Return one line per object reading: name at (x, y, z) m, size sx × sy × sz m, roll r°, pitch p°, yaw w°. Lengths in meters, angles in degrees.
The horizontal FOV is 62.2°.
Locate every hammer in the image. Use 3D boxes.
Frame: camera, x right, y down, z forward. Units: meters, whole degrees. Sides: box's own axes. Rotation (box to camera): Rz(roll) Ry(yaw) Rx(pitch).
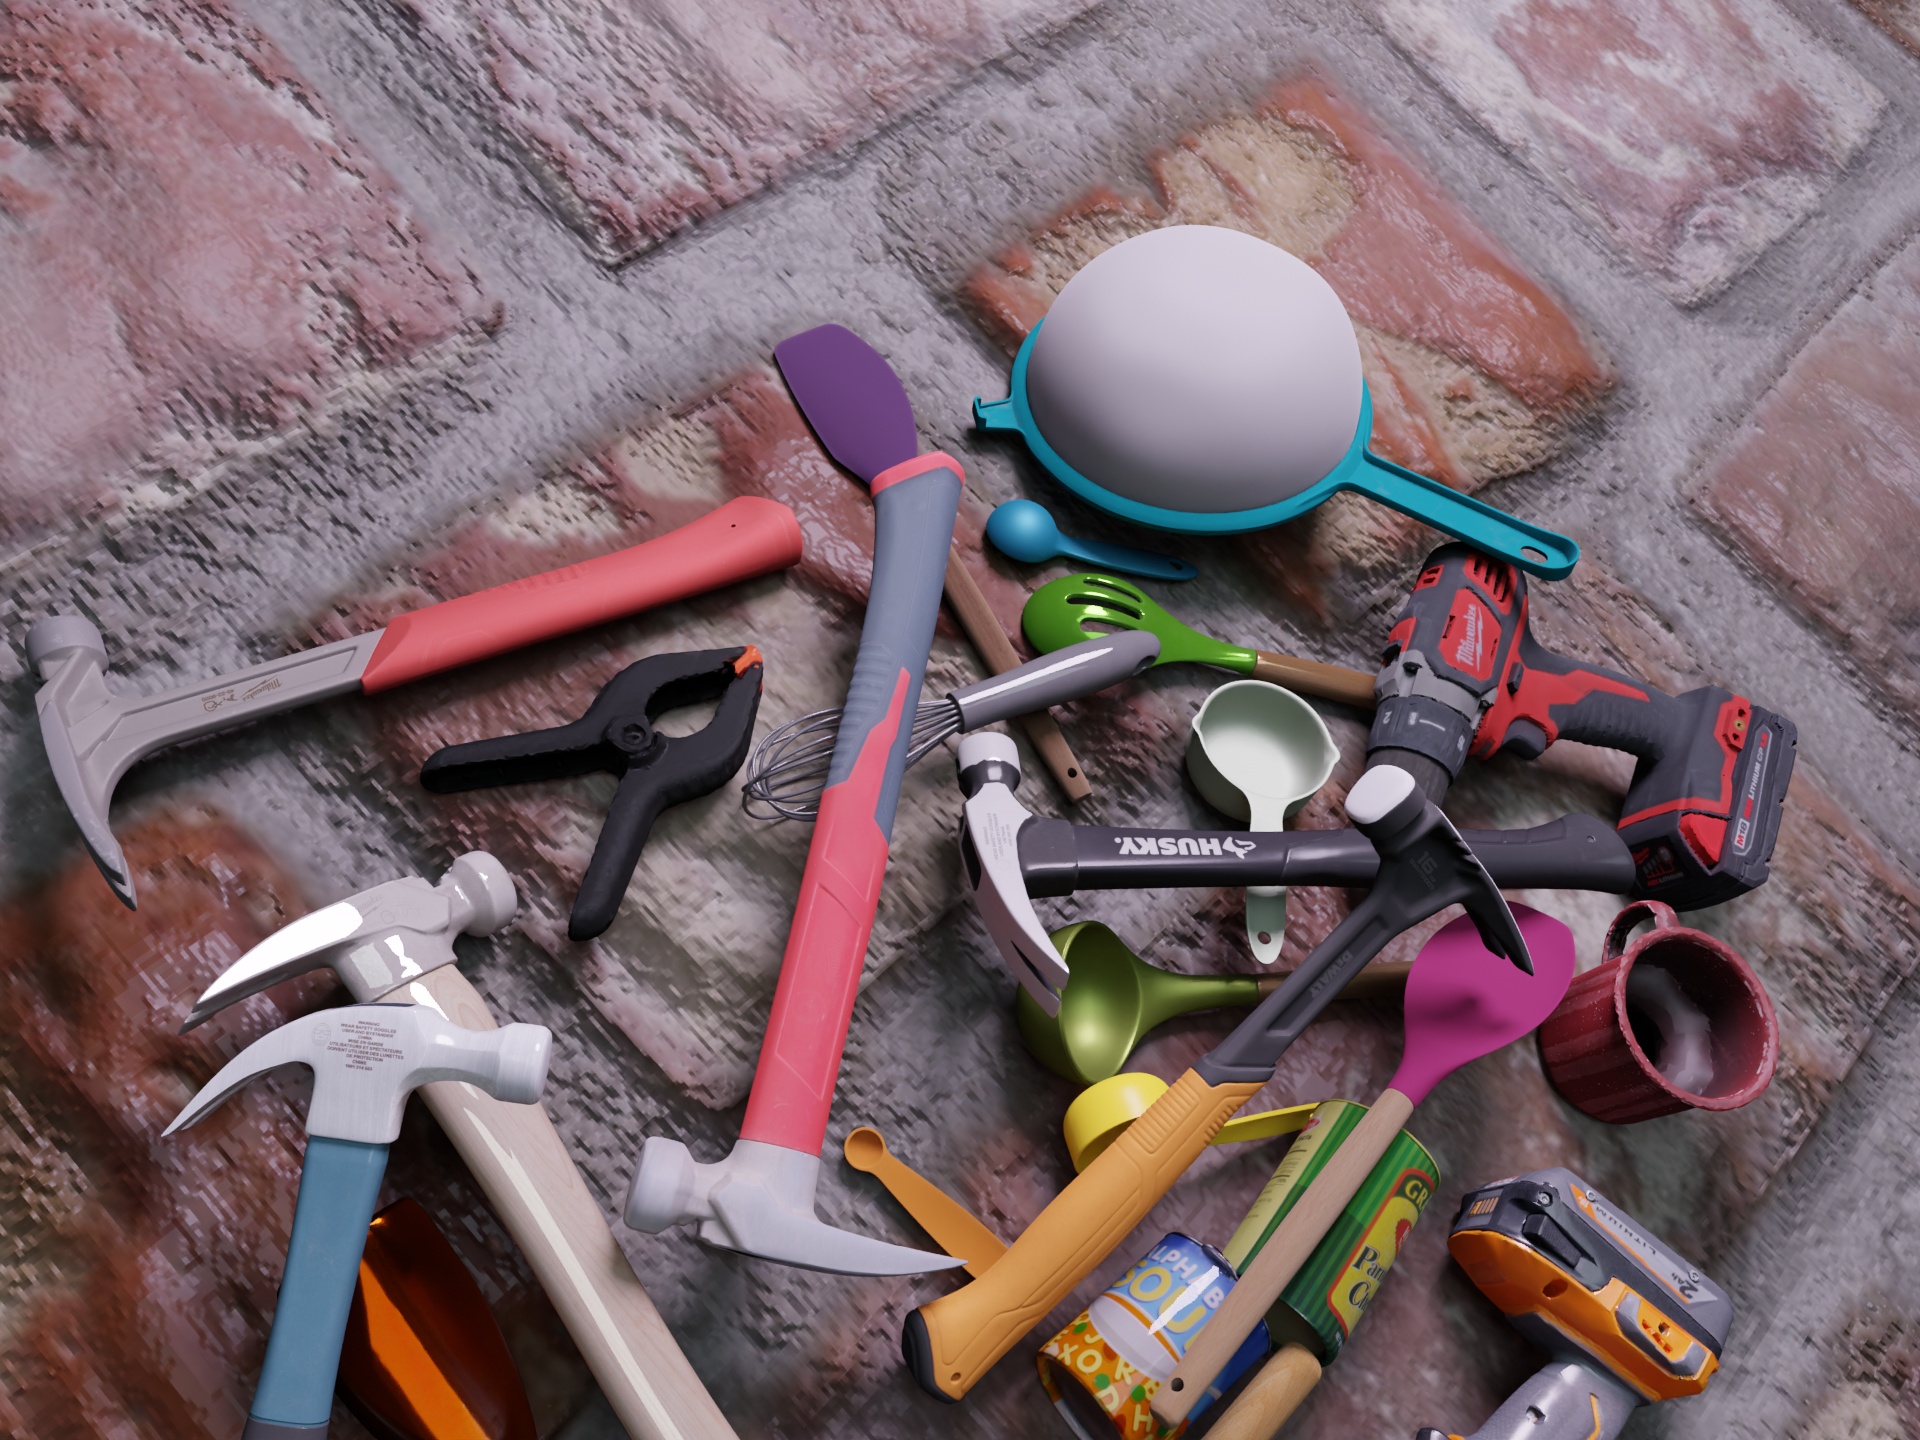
hammer at (0.108, 0.176, 0.707) m, size 0.337 × 0.034 × 0.127 m, roll -44°, pitch 115°, yaw -4°
hammer at (-0.034, 0.050, 0.730) m, size 0.143 × 0.038 × 0.387 m, roll 17°, pitch 66°, yaw -11°
hammer at (-0.148, 0.245, 0.642) m, size 0.146 × 0.038 × 0.411 m, roll -25°, pitch 75°, yaw -48°
hammer at (-0.237, -0.035, 0.758) m, size 0.359 × 0.036 × 0.149 m, roll -20°, pitch 59°, yaw -25°
hammer at (0.168, 0.071, 0.768) m, size 0.334 × 0.035 × 0.146 m, roll 1°, pitch 46°, yaw -10°
hammer at (-0.245, 0.267, 0.576) m, size 0.128 × 0.033 × 0.331 m, roll 11°, pitch 82°, yaw -5°

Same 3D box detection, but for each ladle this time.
ladle at (0.176, 0.134, 0.803) m, size 0.320 × 0.062 × 0.078 m, roll 0°, pitch 83°, yaw -19°

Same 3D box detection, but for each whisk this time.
whisk at (0.067, 0.357, 0.663) m, size 0.245 × 0.051 × 0.047 m, roll -41°, pitch 110°, yaw -20°
whisk at (-0.001, -0.001, 0.807) m, size 0.239 × 0.055 × 0.055 m, roll -20°, pitch 73°, yaw -19°

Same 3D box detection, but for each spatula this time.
spatula at (-0.010, -0.092, 0.872) m, size 0.060 × 0.018 × 0.316 m, roll -25°, pitch 74°, yaw -17°

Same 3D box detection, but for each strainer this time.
strainer at (0.188, -0.182, 0.875) m, size 0.340 × 0.095 × 0.211 m, roll 30°, pitch 59°, yaw 19°

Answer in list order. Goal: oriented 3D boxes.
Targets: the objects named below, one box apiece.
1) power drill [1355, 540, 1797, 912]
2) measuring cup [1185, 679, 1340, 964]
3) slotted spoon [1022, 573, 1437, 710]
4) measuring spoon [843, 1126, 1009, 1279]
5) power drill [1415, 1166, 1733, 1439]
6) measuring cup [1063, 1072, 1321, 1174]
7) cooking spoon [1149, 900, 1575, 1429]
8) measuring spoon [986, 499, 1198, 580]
power drill at (0.327, 0.025, 0.872) m, size 0.226 × 0.080 × 0.188 m, roll 27°, pitch 68°, yaw -6°
measuring cup at (0.153, 0.057, 0.829) m, size 0.083 × 0.038 × 0.168 m, roll 12°, pitch 56°, yaw -7°
slotted spoon at (0.187, -0.029, 0.896) m, size 0.313 × 0.031 × 0.070 m, roll 13°, pitch 54°, yaw -12°
measuring spoon at (-0.009, 0.230, 0.732) m, size 0.117 × 0.011 × 0.021 m, roll 42°, pitch 61°, yaw 1°
power drill at (0.235, 0.319, 0.722) m, size 0.164 × 0.084 × 0.226 m, roll 38°, pitch 65°, yaw 5°
measuring cup at (0.119, 0.189, 0.771) m, size 0.156 × 0.062 × 0.029 m, roll 0°, pitch 45°, yaw -29°
cooking spoon at (0.185, 0.190, 0.720) m, size 0.069 × 0.017 × 0.319 m, roll 25°, pitch 54°, yaw 36°
measuring spoon at (0.078, -0.102, 0.896) m, size 0.128 × 0.021 × 0.042 m, roll 10°, pitch 46°, yaw -14°
